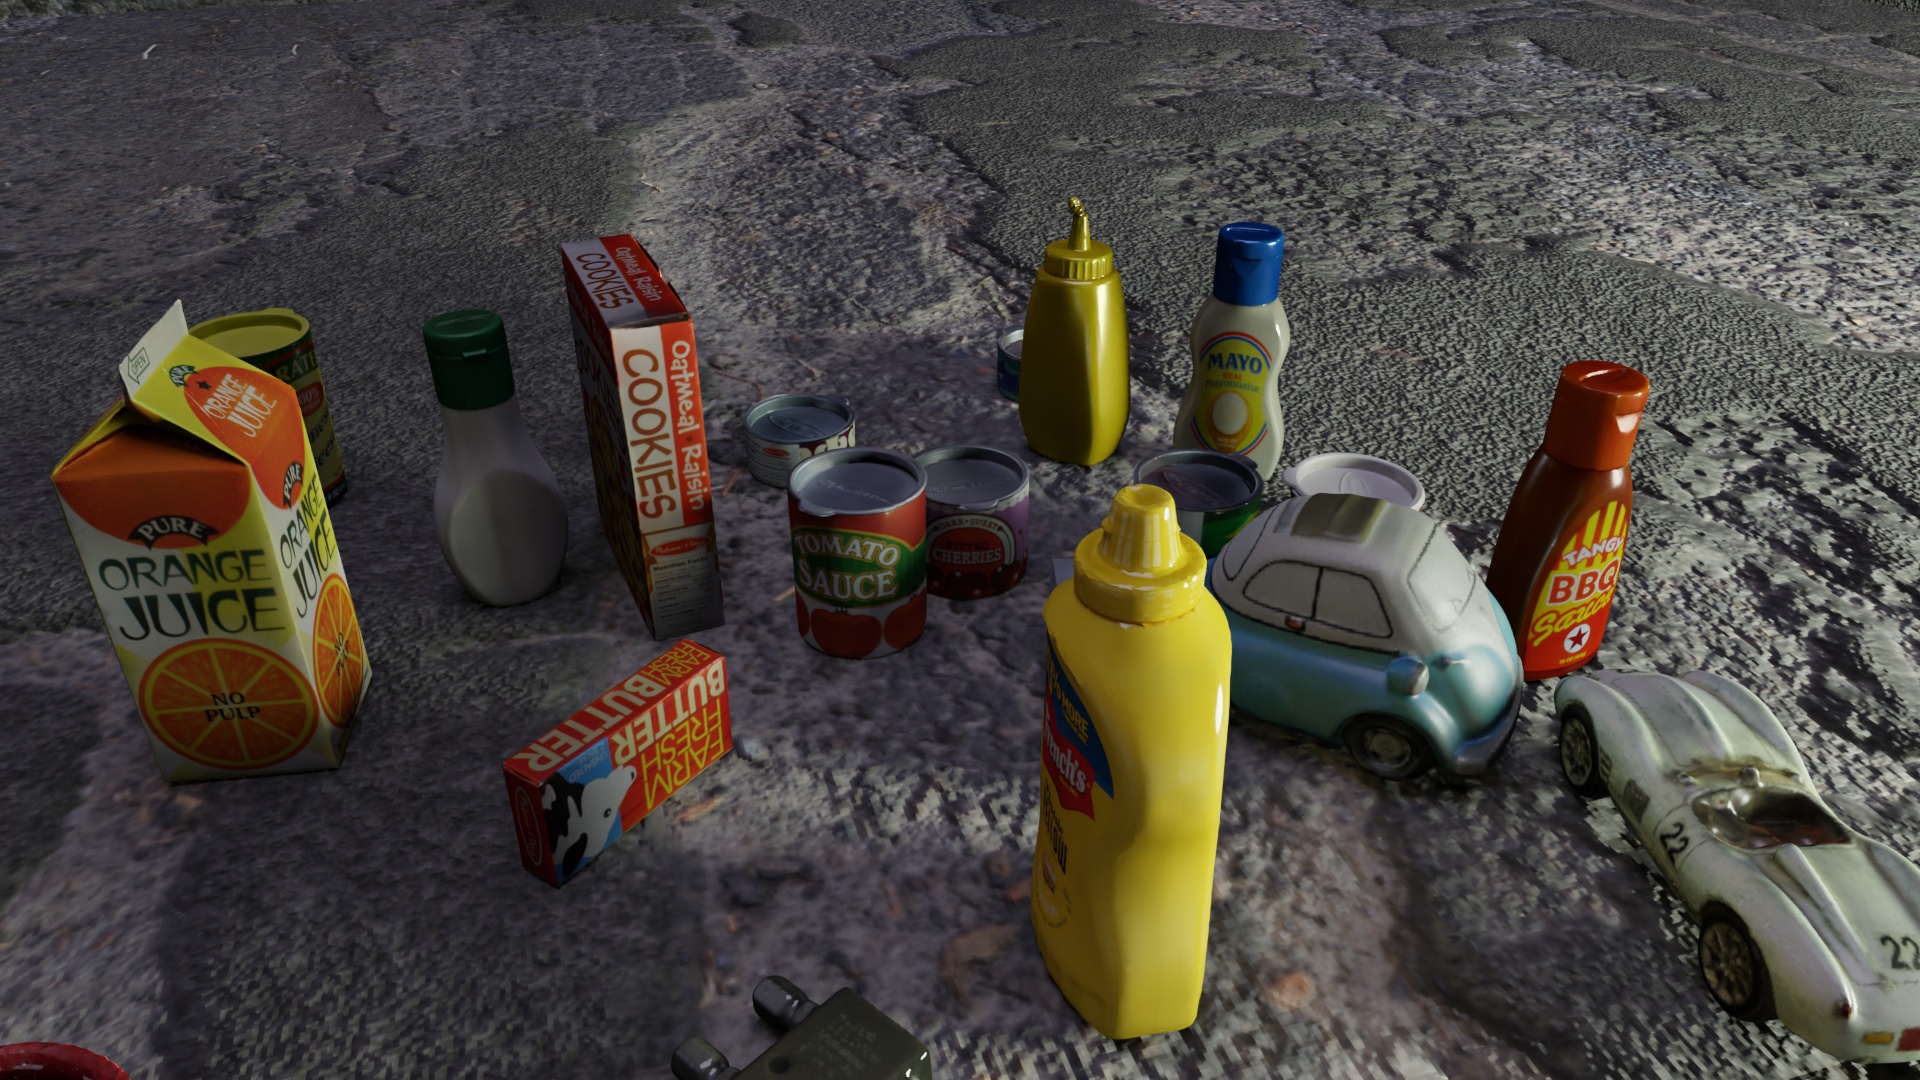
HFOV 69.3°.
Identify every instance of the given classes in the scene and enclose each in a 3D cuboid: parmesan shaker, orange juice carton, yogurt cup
[{"bbox_3d":[-0.388,-0.070,0.781,0.071,0.102,0.071,0,31,0],"label":"parmesan shaker"},{"bbox_3d":[-0.307,0.002,0.574,0.073,0.191,0.072,-4,31,-7],"label":"orange juice carton"},{"bbox_3d":[0.204,-0.007,0.727,0.072,0.053,0.073,0,31,0],"label":"yogurt cup"}]

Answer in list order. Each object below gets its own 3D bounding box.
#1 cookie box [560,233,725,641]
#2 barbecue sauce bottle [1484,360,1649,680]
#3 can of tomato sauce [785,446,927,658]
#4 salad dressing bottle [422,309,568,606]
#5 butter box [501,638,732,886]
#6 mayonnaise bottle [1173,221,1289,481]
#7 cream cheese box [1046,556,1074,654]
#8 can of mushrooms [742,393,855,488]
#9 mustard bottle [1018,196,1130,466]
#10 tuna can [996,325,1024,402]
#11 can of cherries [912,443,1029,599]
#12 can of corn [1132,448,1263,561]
[{"bbox_3d":[-0.158,-0.054,0.693,0.040,0.166,0.123,-13,33,-21],"label":"cookie box"},{"bbox_3d":[0.278,-0.008,0.637,0.065,0.147,0.044,-14,33,-22],"label":"barbecue sauce bottle"},{"bbox_3d":[-0.049,0.007,0.674,0.071,0.082,0.071,0,31,0],"label":"can of tomato sauce"},{"bbox_3d":[-0.233,-0.040,0.688,0.064,0.146,0.044,-16,34,-25],"label":"salad dressing bottle"},{"bbox_3d":[-0.137,0.088,0.567,0.024,0.052,0.104,19,36,28],"label":"butter box"},{"bbox_3d":[0.160,-0.107,0.802,0.065,0.147,0.041,8,32,13],"label":"mayonnaise bottle"},{"bbox_3d":[0.055,0.056,0.621,0.024,0.053,0.104,-1,31,-1],"label":"cream cheese box"},{"bbox_3d":[-0.094,-0.061,0.834,0.071,0.033,0.071,0,31,0],"label":"can of mushrooms"},{"bbox_3d":[0.069,-0.124,0.819,0.065,0.159,0.049,21,37,31],"label":"mustard bottle"},{"bbox_3d":[0.055,-0.118,0.932,0.071,0.032,0.071,0,31,0],"label":"tuna can"},{"bbox_3d":[0.003,-0.009,0.724,0.071,0.058,0.072,0,31,0],"label":"can of cherries"},{"bbox_3d":[0.123,-0.008,0.724,0.071,0.058,0.071,0,31,0],"label":"can of corn"}]
